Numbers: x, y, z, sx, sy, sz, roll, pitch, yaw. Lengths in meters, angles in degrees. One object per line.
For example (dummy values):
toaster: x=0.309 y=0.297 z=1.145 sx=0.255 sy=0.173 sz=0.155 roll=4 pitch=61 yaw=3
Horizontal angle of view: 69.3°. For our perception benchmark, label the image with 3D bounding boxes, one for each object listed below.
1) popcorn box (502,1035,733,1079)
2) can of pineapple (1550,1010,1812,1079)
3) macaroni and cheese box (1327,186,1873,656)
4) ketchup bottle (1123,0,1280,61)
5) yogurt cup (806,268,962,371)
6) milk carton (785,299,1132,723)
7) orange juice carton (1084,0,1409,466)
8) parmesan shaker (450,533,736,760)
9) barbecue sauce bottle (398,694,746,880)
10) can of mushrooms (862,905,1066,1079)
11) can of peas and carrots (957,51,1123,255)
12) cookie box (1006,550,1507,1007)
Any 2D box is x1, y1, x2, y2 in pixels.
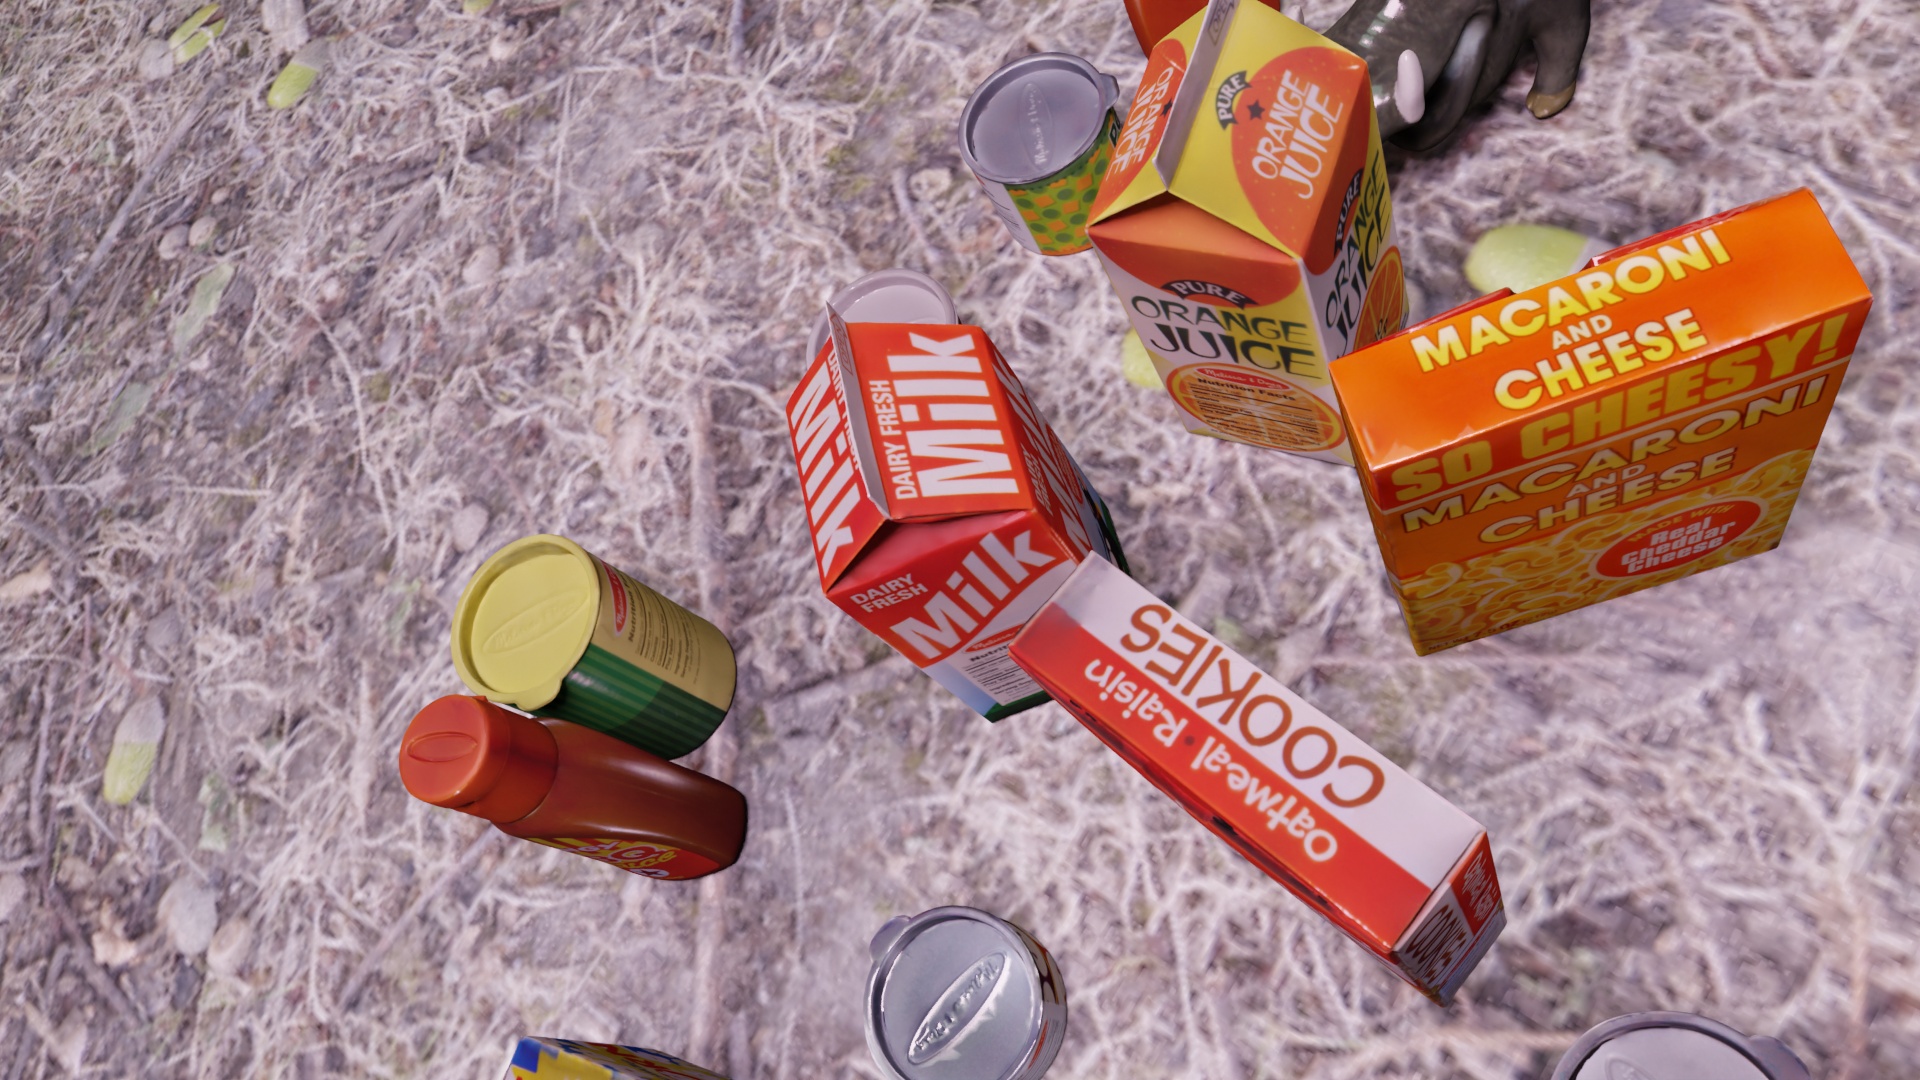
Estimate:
popcorn box: x=-0.086 y=0.209 z=0.475 sx=0.127 sy=0.085 sz=0.038 roll=9 pitch=72 yaw=26
can of pineapple: x=0.201 y=0.168 z=0.389 sx=0.071 sy=0.057 sz=0.071 roll=-9 pitch=65 yaw=19
macaroni and cheese box: x=0.184 y=-0.024 z=0.417 sx=0.123 sy=0.166 sz=0.040 roll=-20 pitch=62 yaw=14
ketchup bottle: x=0.088 y=-0.256 z=0.569 sx=0.064 sy=0.148 sz=0.044 roll=-31 pitch=60 yaw=8
yogurt cup: x=-0.024 y=-0.074 z=0.591 sx=0.072 sy=0.054 sz=0.072 roll=-9 pitch=65 yaw=19
milk carton: x=0.002 y=-0.006 z=0.471 sx=0.073 sy=0.190 sz=0.072 roll=-22 pitch=62 yaw=13
orange juice carton: x=0.099 y=-0.101 z=0.471 sx=0.073 sy=0.192 sz=0.072 roll=14 pitch=75 yaw=27
parmesan shaker: x=-0.144 y=0.049 z=0.559 sx=0.071 sy=0.103 sz=0.071 roll=-9 pitch=65 yaw=19
barbecue sauce bottle: x=-0.141 y=0.093 z=0.512 sx=0.065 sy=0.148 sz=0.044 roll=-5 pitch=67 yaw=21
can of mushrooms: x=0.001 y=0.163 z=0.490 sx=0.071 sy=0.033 sz=0.071 roll=-9 pitch=65 yaw=19
can of peas and carrots: x=0.042 y=-0.167 z=0.602 sx=0.071 sy=0.058 sz=0.071 roll=-9 pitch=65 yaw=19
cookie box: x=0.094 y=0.077 z=0.410 sx=0.123 sy=0.167 sz=0.040 roll=36 pitch=85 yaw=31
